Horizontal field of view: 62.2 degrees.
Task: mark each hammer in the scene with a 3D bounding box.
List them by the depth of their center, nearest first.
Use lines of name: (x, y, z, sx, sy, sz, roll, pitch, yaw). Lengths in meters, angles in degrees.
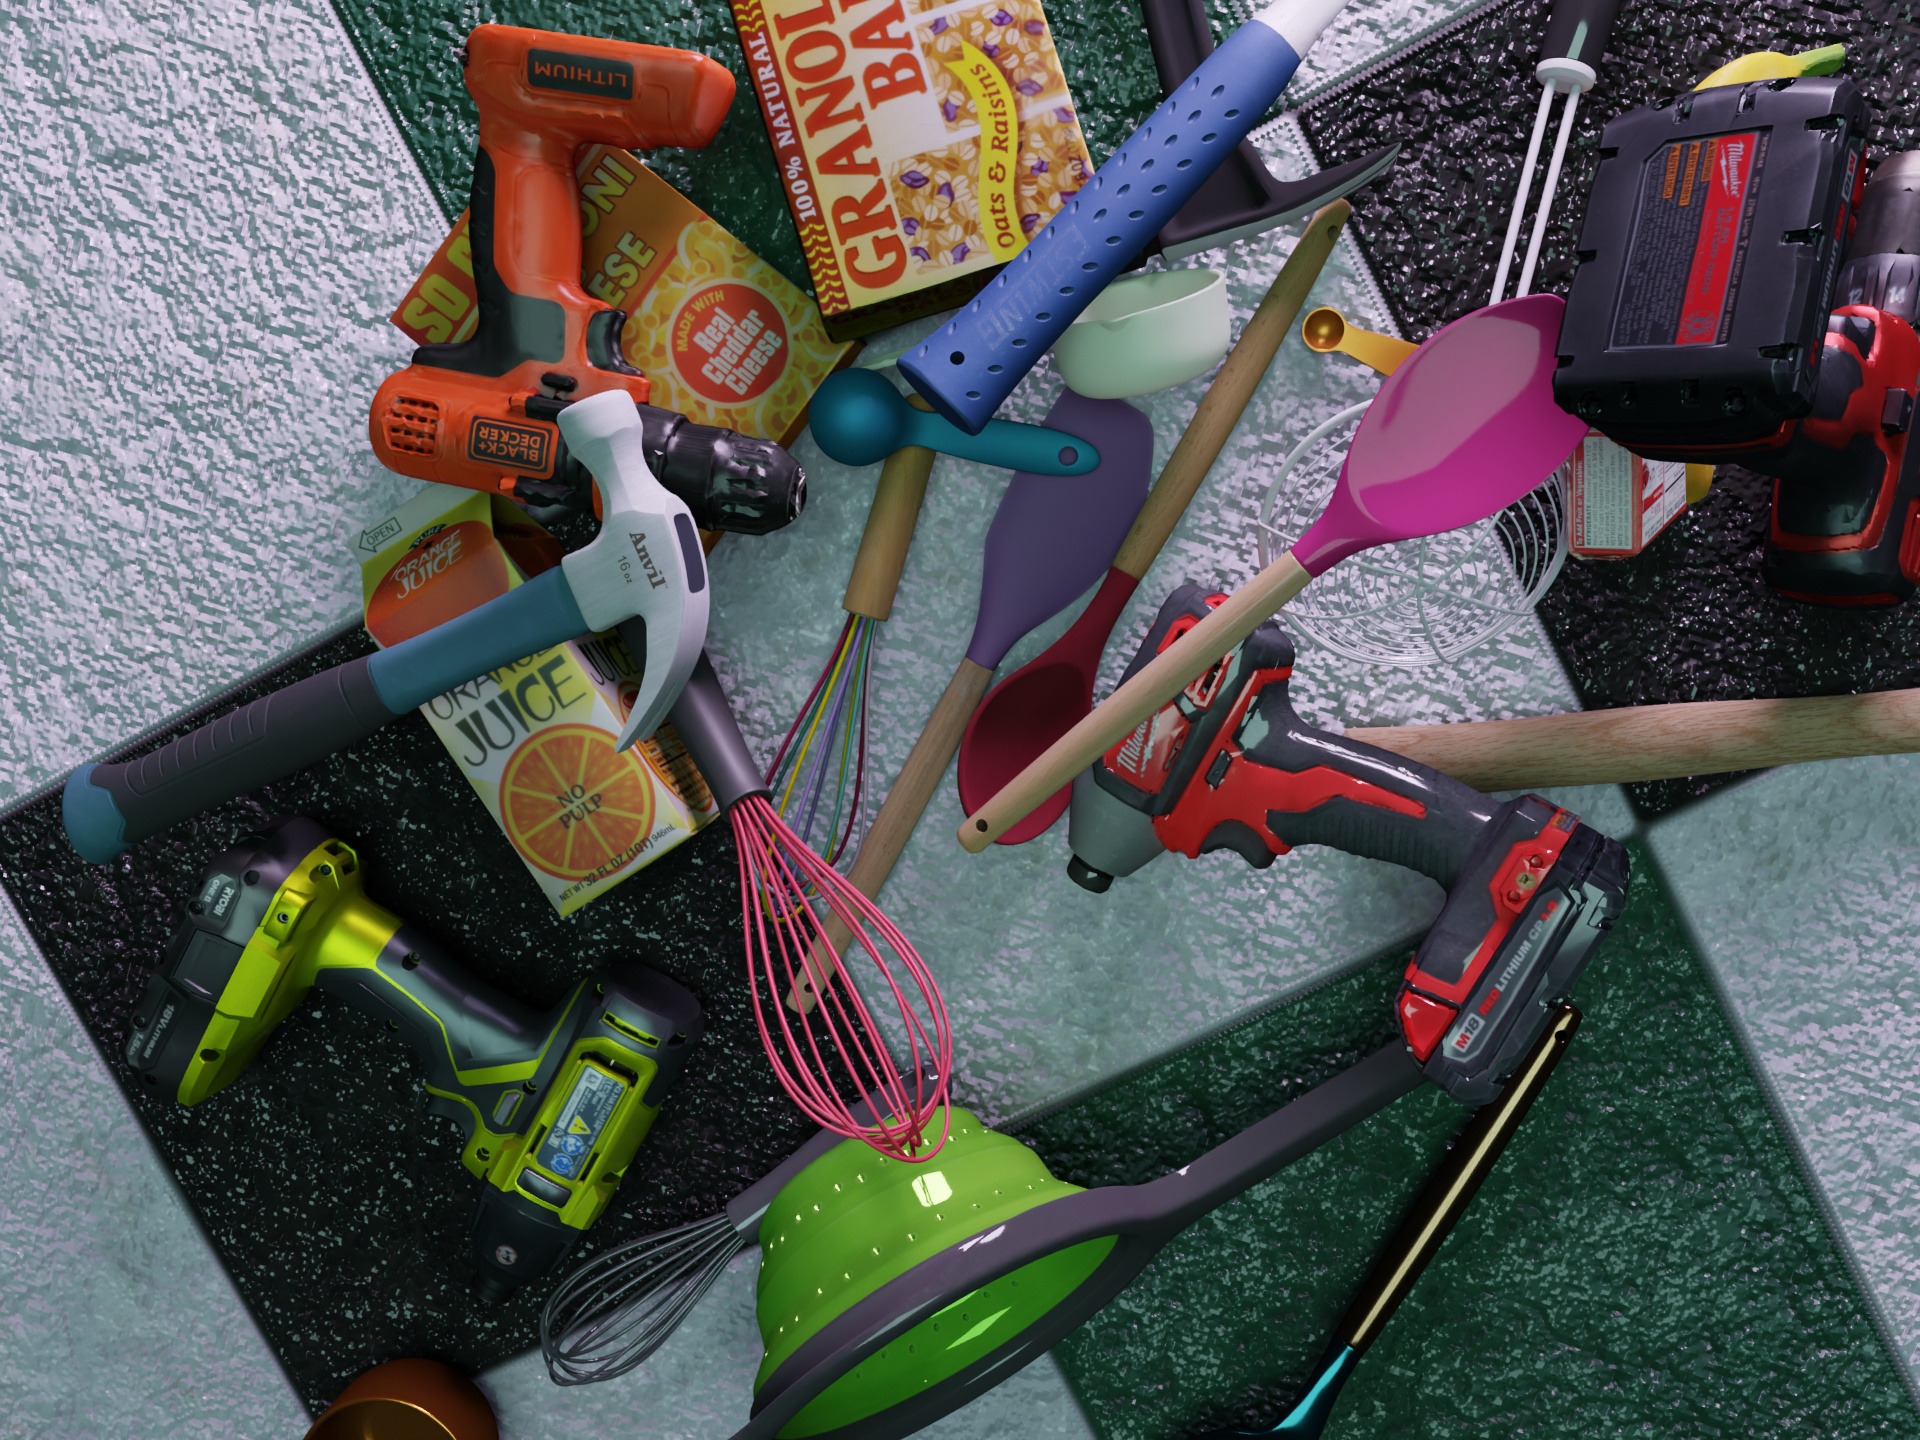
hammer: (0.133, -0.266, 0.614, 0.144, 0.035, 0.405, 43, 89, 4)
hammer: (0.080, -0.367, 0.658, 0.127, 0.034, 0.337, -15, 95, 13)
hammer: (-0.248, -0.012, 0.661, 0.331, 0.033, 0.128, -21, 96, 19)
hammer: (0.334, 0.004, 0.690, 0.331, 0.031, 0.130, -5, 97, 5)

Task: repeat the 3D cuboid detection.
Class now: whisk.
whisk: (-0.081, 0.051, 0.661, 0.073, 0.073, 0.296, -35, 63, 8)
whisk: (-0.049, -0.026, 0.715, 0.047, 0.051, 0.245, 14, 95, -35)
whisk: (-0.102, 0.234, 0.749, 0.239, 0.055, 0.055, -36, 93, 3)

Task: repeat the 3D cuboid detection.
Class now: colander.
colander: (0.050, 0.197, 0.705, 0.397, 0.204, 0.095, -28, 60, -8)

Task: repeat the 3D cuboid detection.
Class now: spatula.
spatula: (-0.001, -0.002, 0.722, 0.059, 0.018, 0.316, 27, 98, -9)
spatula: (0.192, 0.262, 0.740, 0.082, 0.044, 0.317, 33, 94, 0)

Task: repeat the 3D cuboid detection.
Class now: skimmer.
skimmer: (0.224, -0.201, 0.667, 0.127, 0.090, 0.363, 16, 86, -5)

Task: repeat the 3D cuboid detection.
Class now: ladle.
ladle: (0.085, -0.088, 0.698, 0.069, 0.031, 0.315, 26, 97, -35)

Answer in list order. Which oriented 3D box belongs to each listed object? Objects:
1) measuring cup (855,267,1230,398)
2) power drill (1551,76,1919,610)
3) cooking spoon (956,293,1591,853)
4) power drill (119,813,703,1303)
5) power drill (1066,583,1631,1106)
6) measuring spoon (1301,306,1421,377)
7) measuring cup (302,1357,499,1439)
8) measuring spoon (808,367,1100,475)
measuring cup: (0.035, -0.155, 0.684, 0.167, 0.083, 0.038, -8, 115, 22)
power drill: (0.319, -0.155, 0.594, 0.080, 0.226, 0.188, 10, 86, 46)
cooking spoon: (0.116, -0.046, 0.632, 0.319, 0.017, 0.069, -41, 81, 19)
power drill: (-0.254, 0.157, 0.734, 0.223, 0.080, 0.171, 29, 98, -3)
power drill: (0.150, 0.054, 0.665, 0.220, 0.078, 0.143, 33, 107, 19)
measuring spoon: (0.202, -0.151, 0.693, 0.117, 0.011, 0.021, 22, 96, -2)
measuring cup: (-0.278, 0.396, 0.778, 0.095, 0.052, 0.173, 13, 100, 3)
measuring spoon: (-0.001, -0.121, 0.680, 0.128, 0.021, 0.042, 9, 105, -8)
